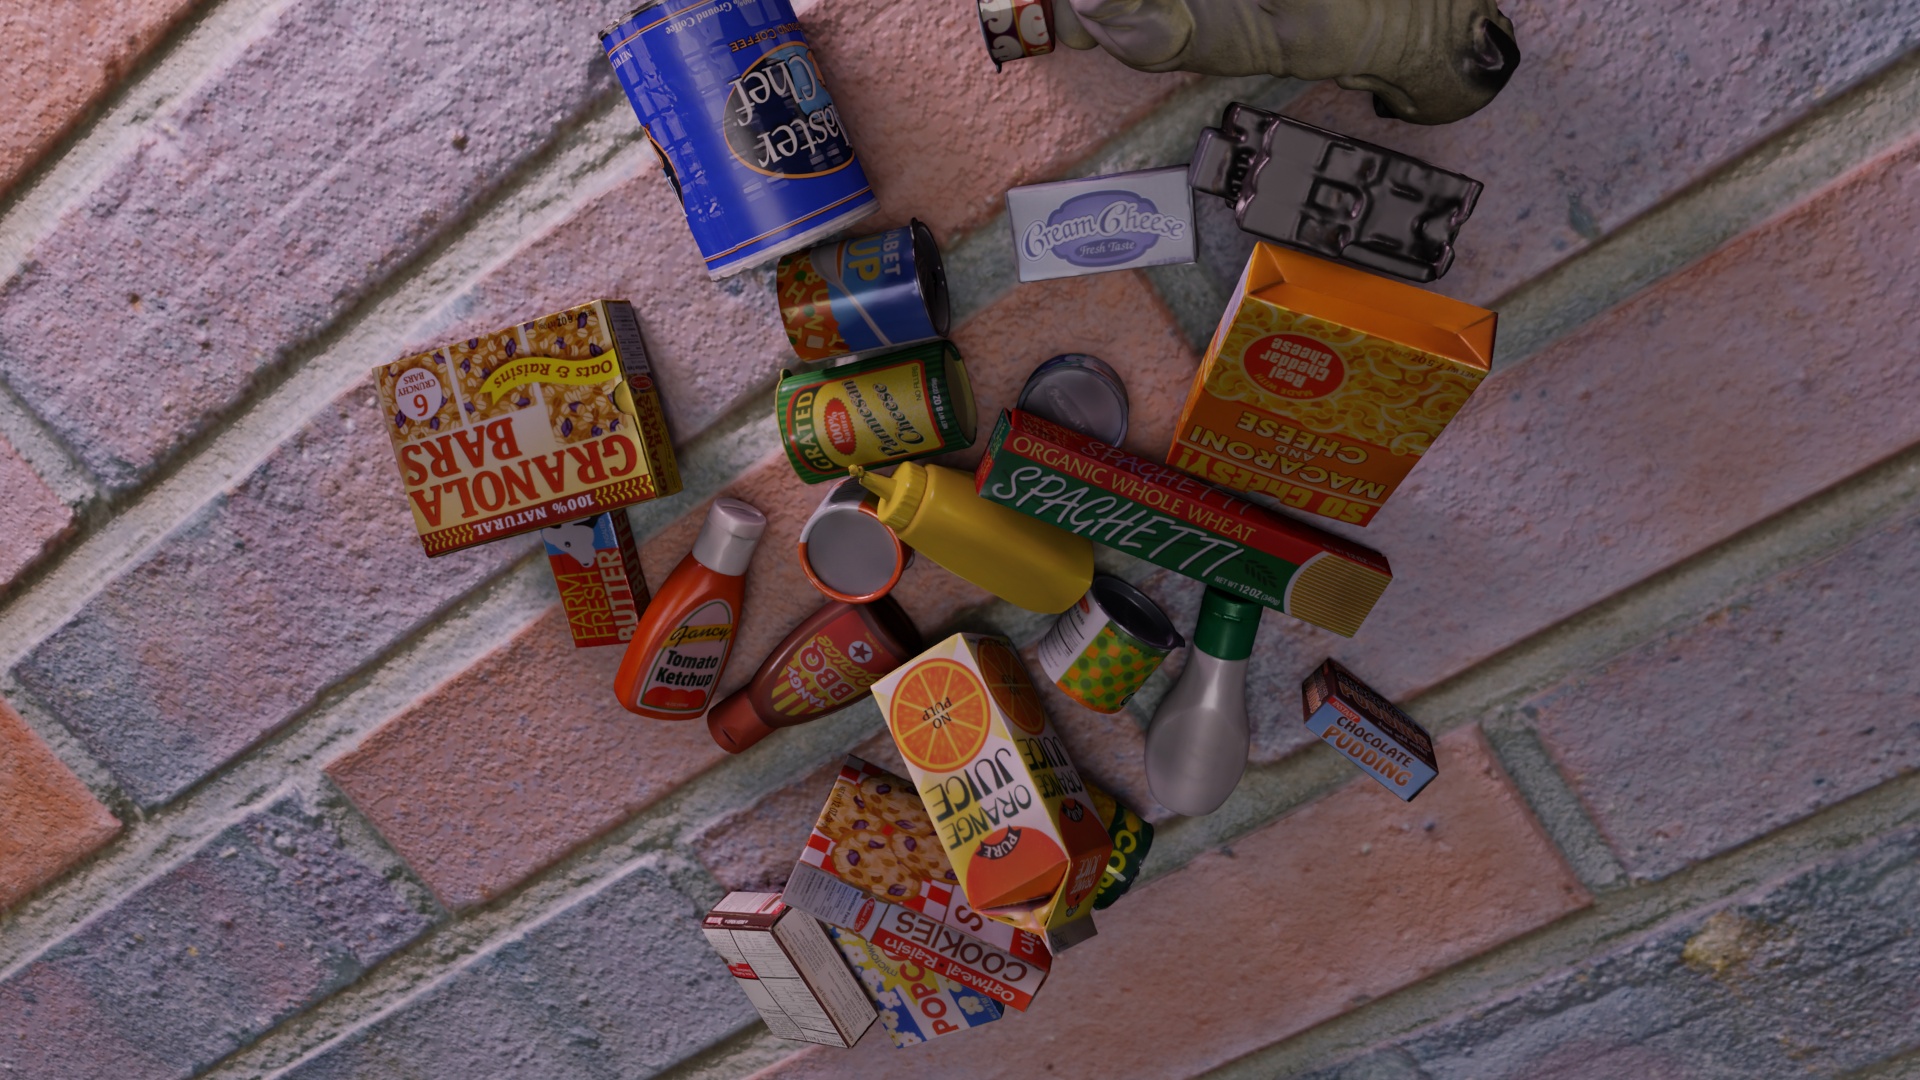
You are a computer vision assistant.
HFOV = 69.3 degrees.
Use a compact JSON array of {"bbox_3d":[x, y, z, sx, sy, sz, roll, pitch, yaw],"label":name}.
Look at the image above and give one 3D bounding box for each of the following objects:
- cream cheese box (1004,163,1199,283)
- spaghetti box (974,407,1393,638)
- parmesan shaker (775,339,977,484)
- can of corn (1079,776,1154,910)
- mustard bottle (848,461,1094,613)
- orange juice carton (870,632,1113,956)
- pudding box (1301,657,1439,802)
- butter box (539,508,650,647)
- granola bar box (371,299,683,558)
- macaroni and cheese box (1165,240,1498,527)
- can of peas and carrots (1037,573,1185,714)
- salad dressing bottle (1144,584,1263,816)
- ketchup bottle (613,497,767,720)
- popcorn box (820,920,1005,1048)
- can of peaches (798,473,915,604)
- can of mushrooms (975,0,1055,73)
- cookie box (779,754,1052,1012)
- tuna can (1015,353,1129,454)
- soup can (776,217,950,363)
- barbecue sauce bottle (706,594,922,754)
[{"bbox_3d":[0.080,-0.178,0.780,0.104,0.024,0.053,-5,110,11],"label":"cream cheese box"},{"bbox_3d":[0.130,-0.009,0.810,0.250,0.029,0.050,21,117,-10],"label":"spaghetti box"},{"bbox_3d":[-0.049,-0.078,0.818,0.103,0.071,0.071,-12,109,14],"label":"parmesan shaker"},{"bbox_3d":[0.083,0.196,0.899,0.058,0.071,0.071,35,113,-4],"label":"can of corn"},{"bbox_3d":[0.003,-0.010,0.816,0.160,0.066,0.048,25,129,-21],"label":"mustard bottle"},{"bbox_3d":[0.028,0.156,0.845,0.073,0.072,0.193,-33,71,20],"label":"orange juice carton"},{"bbox_3d":[0.250,0.116,0.851,0.083,0.050,0.030,37,114,-5],"label":"pudding box"},{"bbox_3d":[-0.238,0.018,0.909,0.053,0.024,0.103,-7,109,13],"label":"butter box"},{"bbox_3d":[-0.268,-0.068,0.858,0.165,0.039,0.124,-14,95,14],"label":"granola bar box"},{"bbox_3d":[0.189,-0.076,0.741,0.124,0.040,0.165,18,152,3],"label":"macaroni and cheese box"},{"bbox_3d":[0.091,0.065,0.850,0.071,0.071,0.058,35,113,-5],"label":"can of peas and carrots"},{"bbox_3d":[0.155,0.098,0.865,0.064,0.044,0.147,13,111,7],"label":"salad dressing bottle"},{"bbox_3d":[-0.169,0.044,0.891,0.065,0.044,0.148,11,112,-39],"label":"ketchup bottle"},{"bbox_3d":[-0.032,0.286,0.970,0.085,0.038,0.126,-22,106,18],"label":"popcorn box"},{"bbox_3d":[-0.059,0.000,0.854,0.071,0.058,0.071,3,111,9],"label":"can of peaches"},{"bbox_3d":[0.028,-0.283,0.726,0.033,0.071,0.070,-8,110,11],"label":"can of mushrooms"},{"bbox_3d":[-0.018,0.217,0.895,0.167,0.123,0.040,25,114,-1],"label":"cookie box"},{"bbox_3d":[0.064,-0.074,0.818,0.071,0.033,0.070,3,112,8],"label":"tuna can"},{"bbox_3d":[-0.055,-0.143,0.793,0.084,0.071,0.071,-9,109,13],"label":"soup can"},{"bbox_3d":[-0.099,0.089,0.902,0.148,0.044,0.065,-34,104,20],"label":"barbecue sauce bottle"}]
